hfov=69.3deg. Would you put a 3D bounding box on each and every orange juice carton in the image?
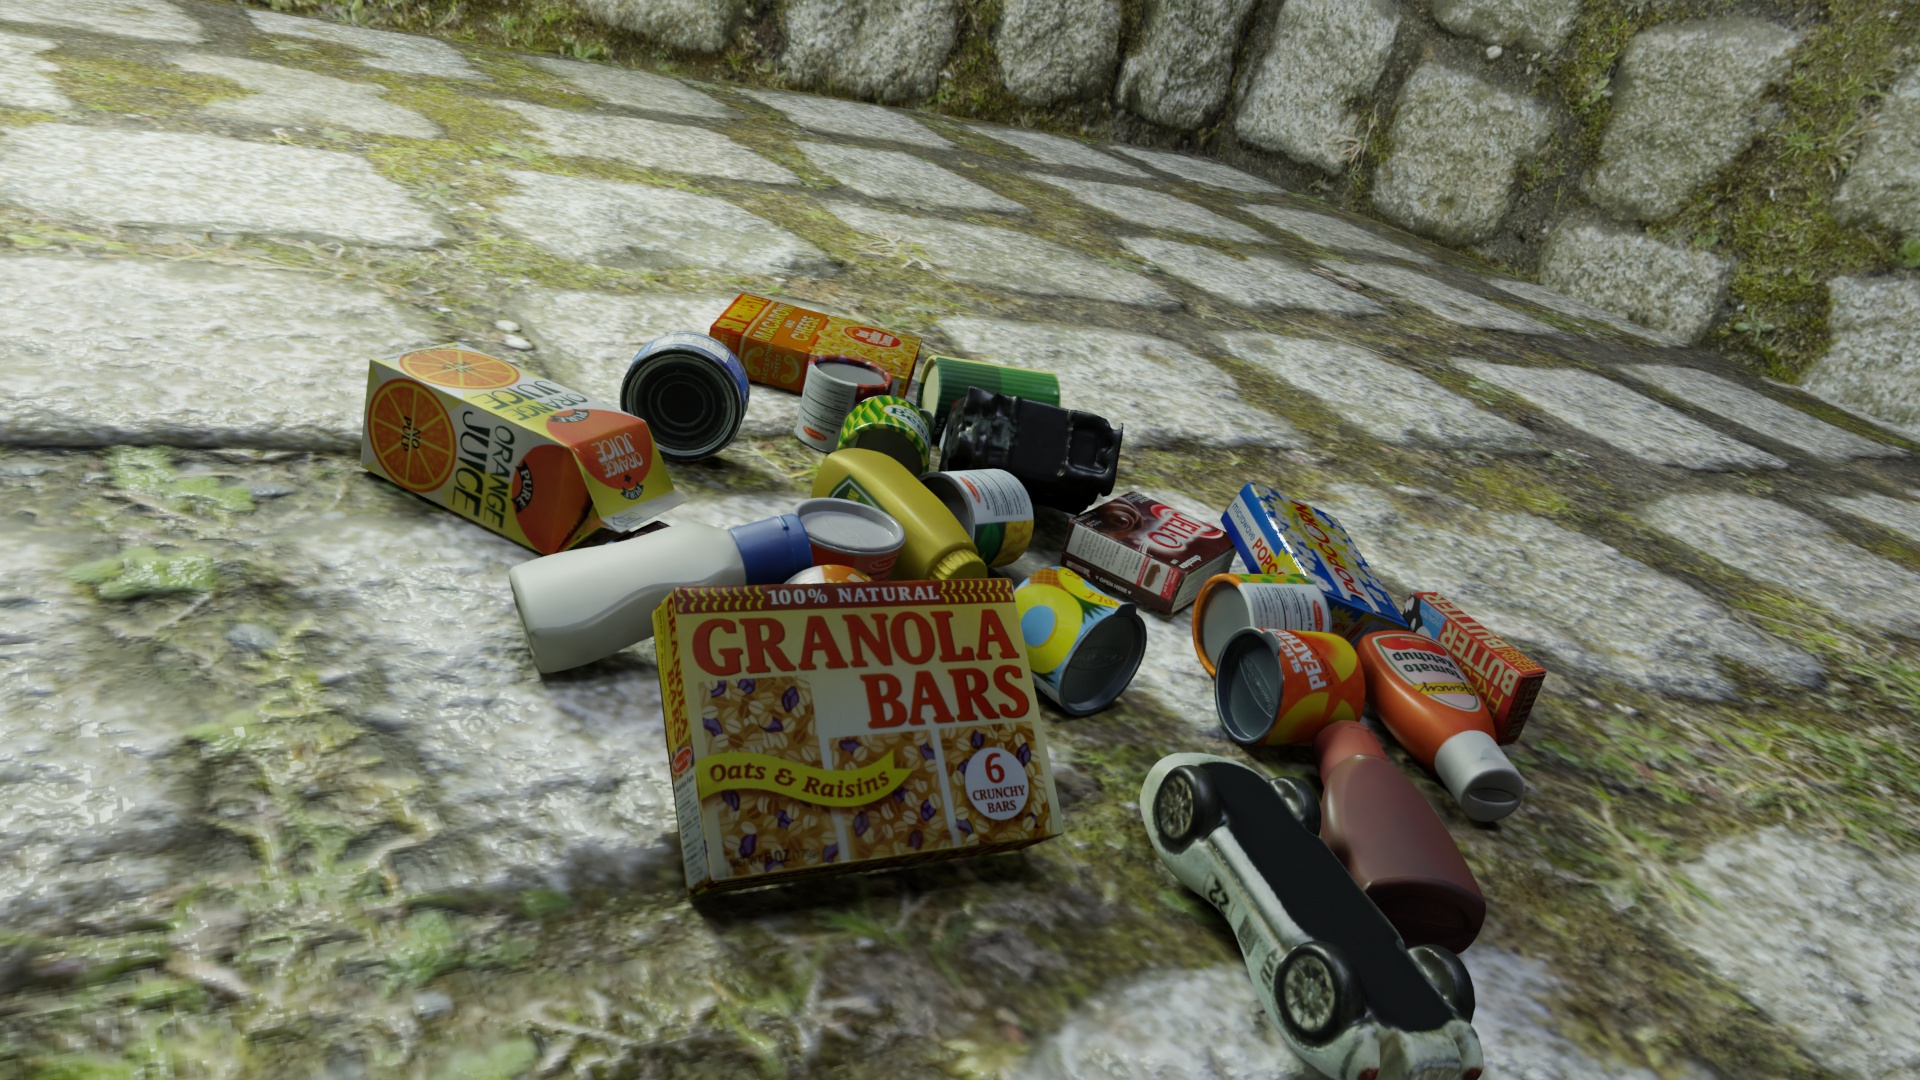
[{"bbox_3d":[-0.257,-0.050,0.825,0.193,0.072,0.072,23,24,18],"label":"orange juice carton"}]

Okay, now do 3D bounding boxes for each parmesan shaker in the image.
[{"bbox_3d":[0.021,-0.110,1.133,0.103,0.071,0.071,5,25,-18],"label":"parmesan shaker"}]

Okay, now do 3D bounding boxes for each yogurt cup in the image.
[{"bbox_3d":[-0.070,0.013,0.813,0.072,0.053,0.073,12,23,-5],"label":"yogurt cup"}]

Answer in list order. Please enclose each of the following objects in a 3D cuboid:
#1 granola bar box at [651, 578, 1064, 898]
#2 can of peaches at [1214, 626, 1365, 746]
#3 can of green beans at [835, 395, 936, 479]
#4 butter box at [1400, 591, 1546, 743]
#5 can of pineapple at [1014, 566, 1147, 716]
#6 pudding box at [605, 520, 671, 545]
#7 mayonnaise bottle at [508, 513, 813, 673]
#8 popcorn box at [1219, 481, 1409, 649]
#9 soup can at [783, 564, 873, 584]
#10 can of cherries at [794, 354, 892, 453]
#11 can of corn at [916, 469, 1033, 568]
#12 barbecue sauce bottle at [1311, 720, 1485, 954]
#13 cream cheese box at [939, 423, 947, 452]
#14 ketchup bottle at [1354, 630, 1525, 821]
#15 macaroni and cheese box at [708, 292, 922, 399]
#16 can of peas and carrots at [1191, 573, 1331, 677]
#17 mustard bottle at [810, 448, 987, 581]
[{"bbox_3d":[-0.044,0.081,0.610,0.166,0.039,0.124,0,68,-30],"label":"granola bar box"},{"bbox_3d":[0.186,0.082,0.784,0.058,0.071,0.071,6,25,-22],"label":"can of peaches"},{"bbox_3d":[-0.054,-0.062,0.974,0.071,0.071,0.058,12,23,-5],"label":"can of green beans"},{"bbox_3d":[0.321,0.080,0.886,0.024,0.053,0.104,-1,27,-27],"label":"butter box"},{"bbox_3d":[0.062,0.054,0.778,0.071,0.070,0.058,-8,31,-41],"label":"can of pineapple"},{"bbox_3d":[-0.153,0.022,0.776,0.084,0.030,0.050,22,26,19],"label":"pudding box"},{"bbox_3d":[-0.151,0.021,0.715,0.148,0.041,0.065,-15,41,-21],"label":"mayonnaise bottle"},{"bbox_3d":[0.238,0.020,0.944,0.085,0.038,0.127,20,29,-25],"label":"popcorn box"},{"bbox_3d":[-0.060,0.061,0.701,0.071,0.071,0.084,7,24,-17],"label":"soup can"},{"bbox_3d":[-0.088,-0.105,1.061,0.071,0.058,0.072,12,24,-5],"label":"can of cherries"},{"bbox_3d":[0.003,-0.011,0.897,0.058,0.071,0.071,-6,30,-46],"label":"can of corn"},{"bbox_3d":[0.209,0.142,0.695,0.065,0.043,0.149,12,23,-4],"label":"barbecue sauce bottle"},{"bbox_3d":[0.039,-0.065,1.089,0.104,0.024,0.053,7,23,-17],"label":"cream cheese box"},{"bbox_3d":[0.282,0.107,0.816,0.065,0.043,0.149,8,24,-9],"label":"ketchup bottle"},{"bbox_3d":[-0.123,-0.160,1.189,0.166,0.040,0.124,14,23,-1],"label":"macaroni and cheese box"},{"bbox_3d":[0.183,0.054,0.854,0.059,0.070,0.071,2,26,-25],"label":"can of peas and carrots"},{"bbox_3d":[-0.029,0.002,0.853,0.049,0.065,0.160,-9,37,-43],"label":"mustard bottle"}]
